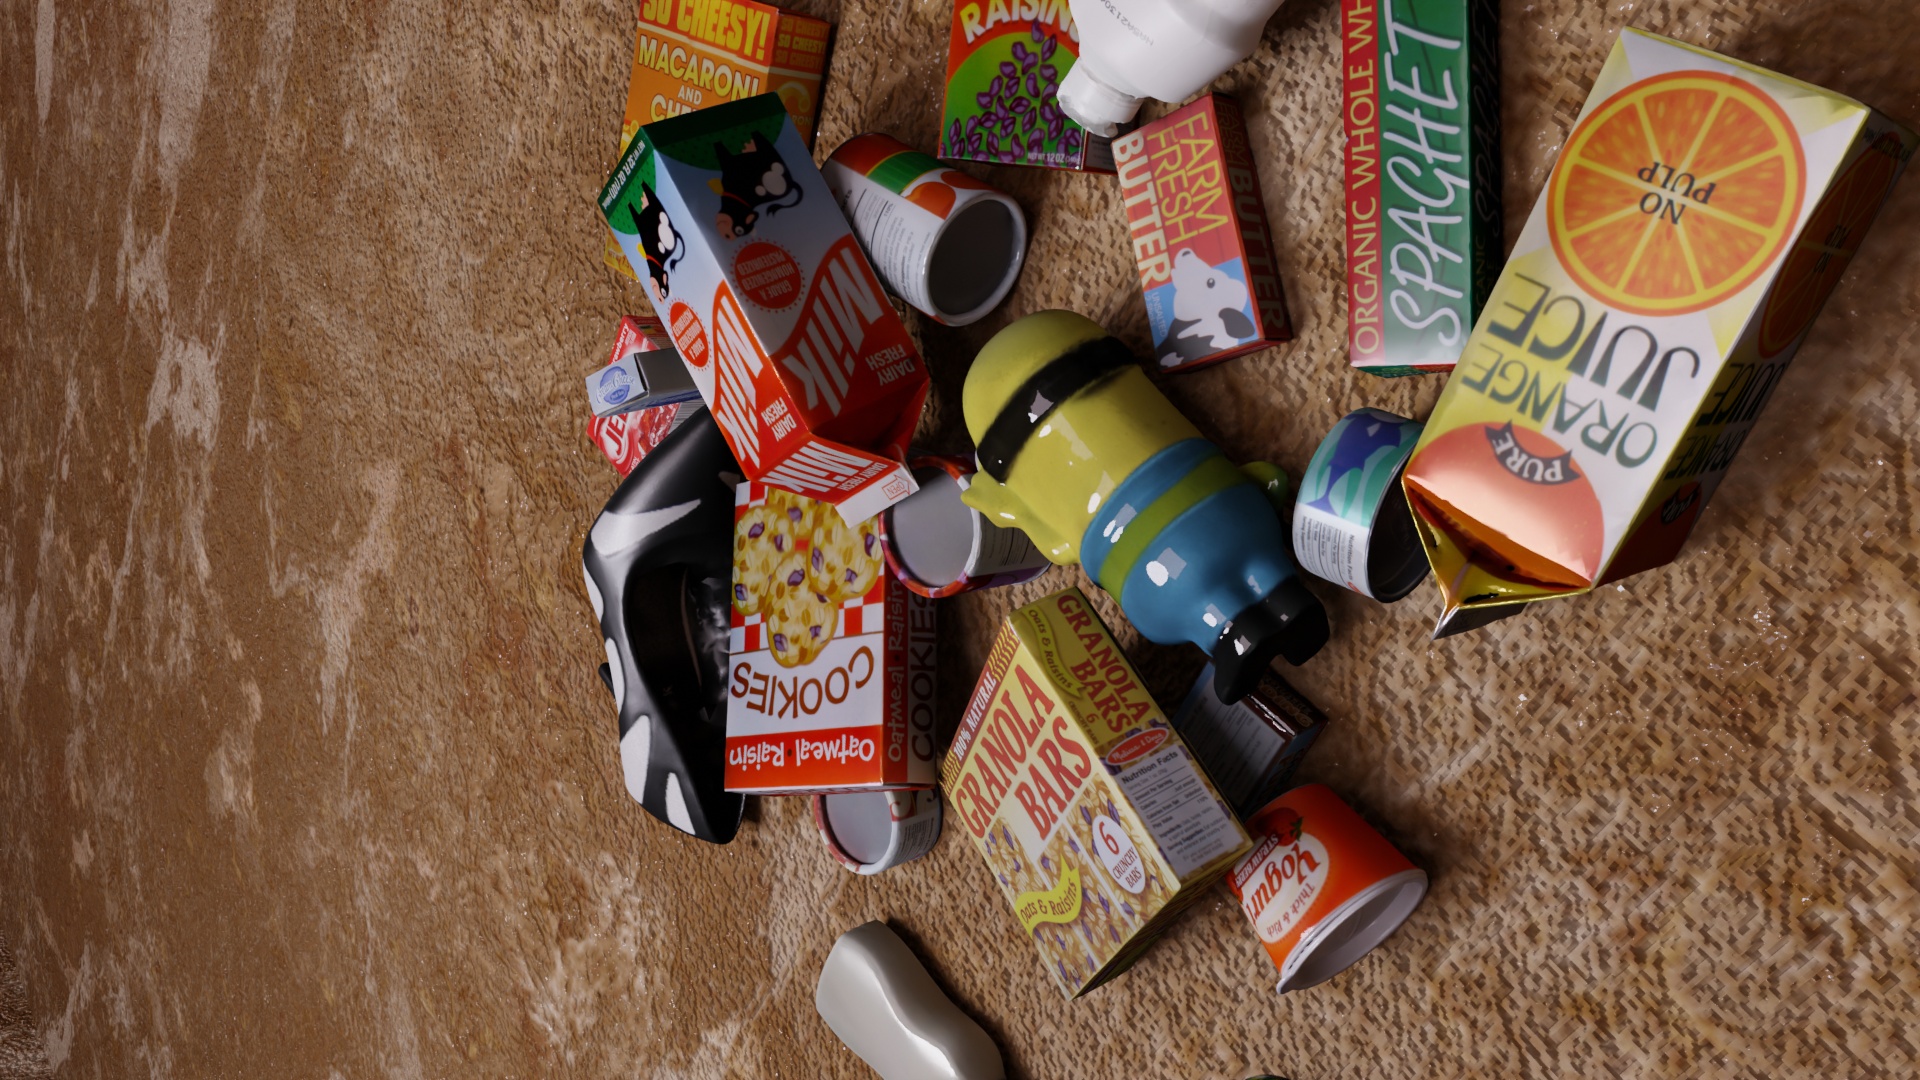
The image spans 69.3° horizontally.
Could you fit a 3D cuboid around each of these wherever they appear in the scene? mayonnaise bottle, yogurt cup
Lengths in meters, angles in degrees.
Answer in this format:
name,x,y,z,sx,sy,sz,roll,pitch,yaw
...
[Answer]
name,x,y,z,sx,sy,sz,roll,pitch,yaw
mayonnaise bottle,-0.013,0.266,0.715,0.148,0.041,0.064,36,121,33
yogurt cup,0.138,0.132,0.539,0.054,0.072,0.072,53,128,35

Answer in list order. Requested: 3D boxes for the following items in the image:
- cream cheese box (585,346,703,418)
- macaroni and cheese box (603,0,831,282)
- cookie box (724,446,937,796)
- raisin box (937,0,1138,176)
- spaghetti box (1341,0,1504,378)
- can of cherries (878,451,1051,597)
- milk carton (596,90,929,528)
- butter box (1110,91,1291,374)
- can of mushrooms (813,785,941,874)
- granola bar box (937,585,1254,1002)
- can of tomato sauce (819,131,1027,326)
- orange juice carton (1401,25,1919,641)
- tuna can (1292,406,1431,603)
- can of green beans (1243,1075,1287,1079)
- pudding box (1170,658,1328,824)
name,x,y,z,sx,sy,sz,roll,pitch,yaw
cream cheese box,-0.142,-0.090,0.745,0.053,0.104,0.024,-14,93,45
macaroni and cheese box,-0.138,-0.216,0.767,0.124,0.040,0.165,31,116,37
cookie box,-0.066,0.044,0.710,0.122,0.040,0.167,-12,73,43
raisin box,0.038,-0.224,0.601,0.086,0.040,0.123,19,108,41
spaghetti box,0.164,-0.184,0.495,0.050,0.029,0.249,2,97,44
can of cherries,0.002,-0.008,0.650,0.071,0.058,0.071,7,101,42
milk carton,-0.081,-0.097,0.632,0.072,0.074,0.190,-27,91,56
butter box,0.098,-0.124,0.568,0.053,0.024,0.103,-14,86,44
can of mushrooms,-0.046,0.139,0.733,0.071,0.033,0.071,8,102,43
granola bar box,0.049,0.113,0.592,0.124,0.039,0.164,57,154,23
can of tomato sauce,-0.019,-0.146,0.649,0.083,0.071,0.071,35,118,34
orange juice carton,0.208,-0.052,0.441,0.073,0.072,0.191,37,119,34
tuna can,0.153,-0.015,0.504,0.033,0.071,0.070,26,113,39
can of green beans,0.121,0.266,0.576,0.071,0.058,0.071,7,101,43
pudding box,0.109,0.092,0.583,0.050,0.030,0.083,43,123,29
